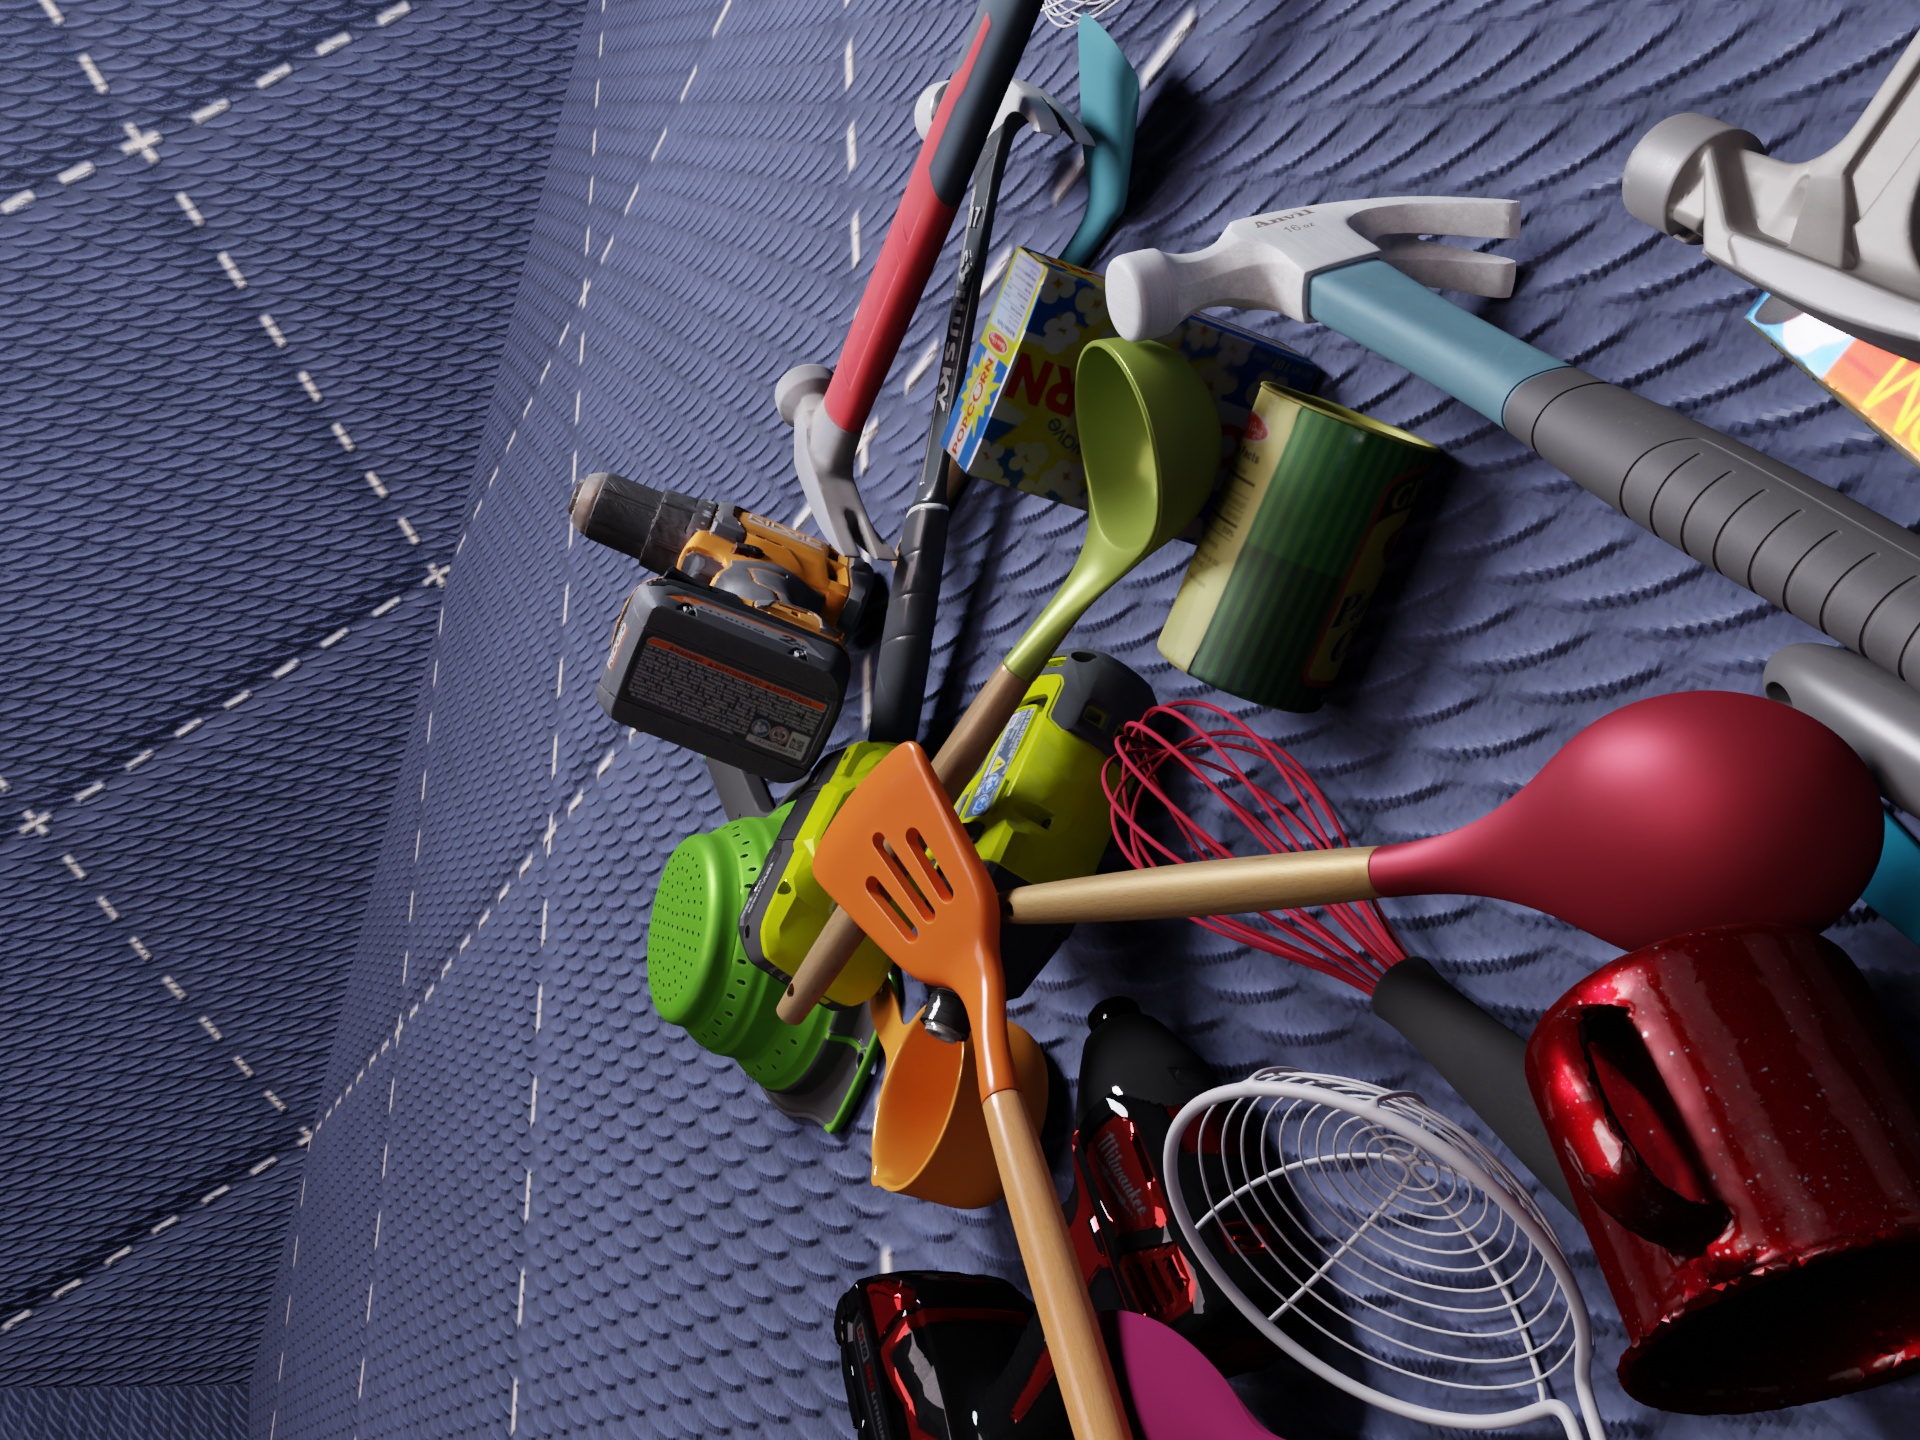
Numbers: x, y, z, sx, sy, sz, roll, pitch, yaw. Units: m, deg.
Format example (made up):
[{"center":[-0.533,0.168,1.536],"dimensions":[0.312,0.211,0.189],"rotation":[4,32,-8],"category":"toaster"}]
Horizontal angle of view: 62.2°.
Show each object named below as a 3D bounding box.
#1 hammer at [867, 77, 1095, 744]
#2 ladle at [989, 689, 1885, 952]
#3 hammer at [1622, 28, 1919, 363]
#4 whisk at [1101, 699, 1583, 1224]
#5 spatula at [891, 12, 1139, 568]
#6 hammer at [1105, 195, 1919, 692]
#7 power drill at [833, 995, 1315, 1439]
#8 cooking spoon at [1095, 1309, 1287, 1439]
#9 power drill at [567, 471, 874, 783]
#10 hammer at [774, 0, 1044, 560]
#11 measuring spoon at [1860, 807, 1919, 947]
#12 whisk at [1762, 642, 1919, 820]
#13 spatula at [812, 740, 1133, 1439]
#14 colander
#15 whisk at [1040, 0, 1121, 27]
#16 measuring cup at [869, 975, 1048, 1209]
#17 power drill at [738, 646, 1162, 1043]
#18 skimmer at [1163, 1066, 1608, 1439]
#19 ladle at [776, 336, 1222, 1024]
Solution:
[{"center":[-0.011,-0.126,0.836],"dimensions":[0.149,0.036,0.409],"rotation":[33,116,60],"category":"hammer"},{"center":[0.109,0.046,0.484],"dimensions":[0.315,0.031,0.069],"rotation":[-15,87,52],"category":"ladle"},{"center":[0.289,-0.245,0.323],"dimensions":[0.359,0.036,0.149],"rotation":[-62,32,22],"category":"hammer"},{"center":[0.130,0.075,0.516],"dimensions":[0.296,0.073,0.073],"rotation":[46,121,51],"category":"whisk"},{"center":[0.022,-0.203,0.841],"dimensions":[0.317,0.044,0.082],"rotation":[-59,37,35],"category":"spatula"},{"center":[0.169,-0.082,0.439],"dimensions":[0.331,0.128,0.033],"rotation":[-126,22,-50],"category":"hammer"},{"center":[0.038,0.217,0.616],"dimensions":[0.219,0.078,0.143],"rotation":[-56,36,32],"category":"power drill"},{"center":[0.099,0.195,0.403],"dimensions":[0.319,0.017,0.069],"rotation":[-31,68,62],"category":"cooking spoon"},{"center":[-0.143,-0.068,0.888],"dimensions":[0.226,0.185,0.084],"rotation":[-93,27,-65],"category":"power drill"},{"center":[-0.002,-0.256,0.755],"dimensions":[0.386,0.038,0.143],"rotation":[-61,39,40],"category":"hammer"},{"center":[0.223,0.040,0.383],"dimensions":[0.042,0.021,0.129],"rotation":[-62,33,29],"category":"measuring spoon"},{"center":[0.247,0.040,0.319],"dimensions":[0.055,0.055,0.239],"rotation":[-67,24,21],"category":"whisk"},{"center":[0.013,0.149,0.536],"dimensions":[0.081,0.041,0.323],"rotation":[-51,40,31],"category":"spatula"},{"center":[-0.152,0.088,1.004],"dimensions":[0.204,0.094,0.398],"rotation":[-67,29,21],"category":"colander"},{"center":[0.099,-0.370,0.752],"dimensions":[0.285,0.070,0.070],"rotation":[31,108,57],"category":"whisk"},{"center":[-0.007,0.163,0.751],"dimensions":[0.095,0.052,0.174],"rotation":[-65,17,8],"category":"measuring cup"},{"center":[-0.014,0.067,0.727],"dimensions":[0.223,0.080,0.171],"rotation":[-20,40,59],"category":"power drill"},{"center":[0.151,0.242,0.369],"dimensions":[0.364,0.090,0.127],"rotation":[-110,22,-44],"category":"skimmer"},{"center":[-0.001,-0.002,0.617],"dimensions":[0.320,0.062,0.078],"rotation":[-57,34,21],"category":"ladle"}]
